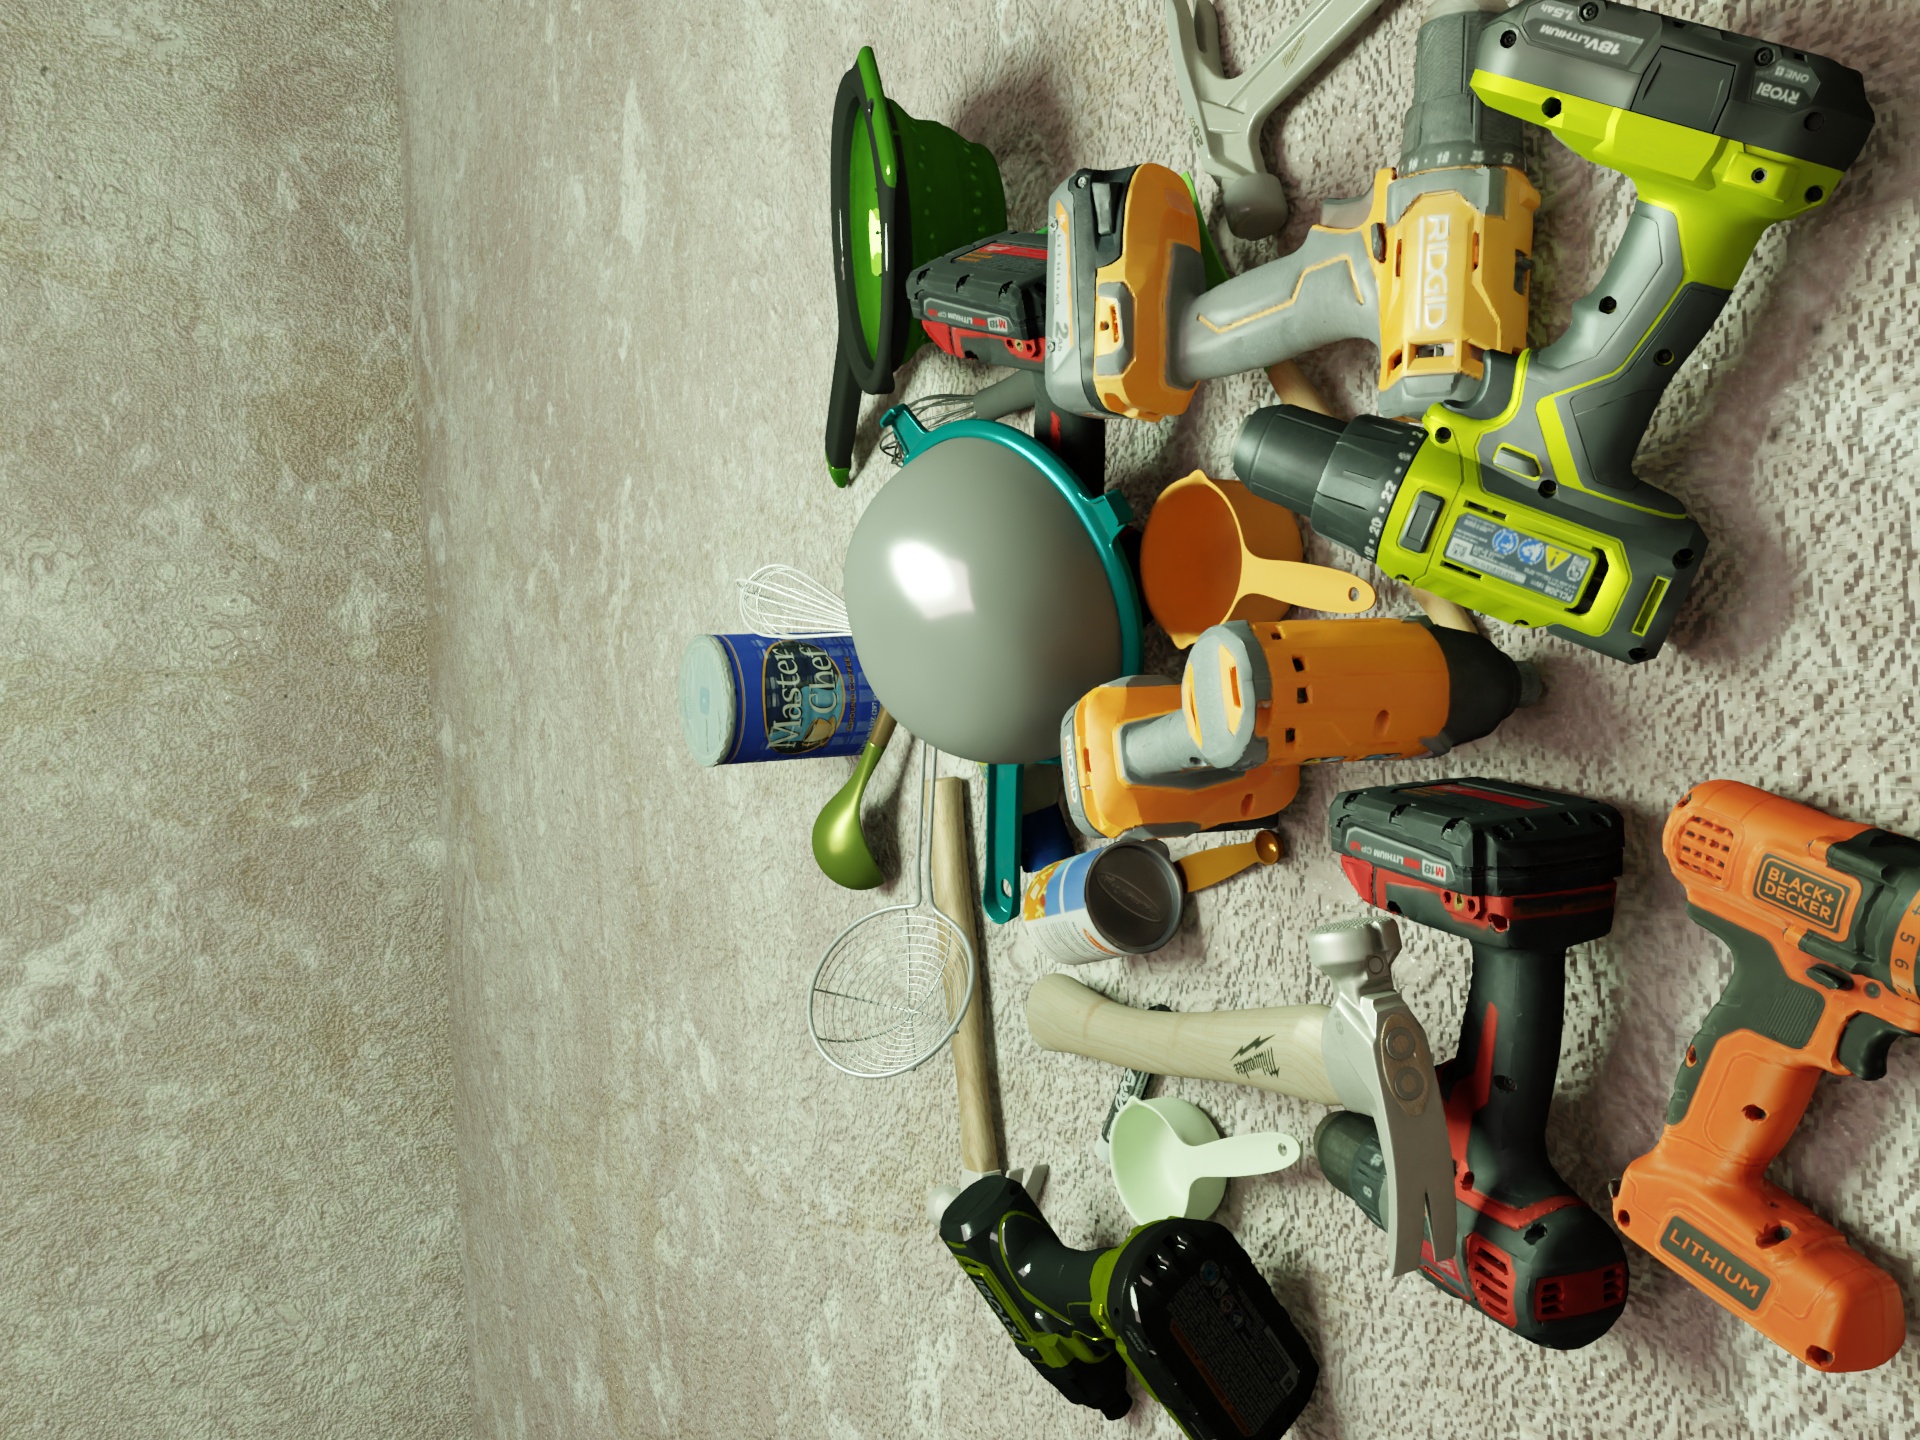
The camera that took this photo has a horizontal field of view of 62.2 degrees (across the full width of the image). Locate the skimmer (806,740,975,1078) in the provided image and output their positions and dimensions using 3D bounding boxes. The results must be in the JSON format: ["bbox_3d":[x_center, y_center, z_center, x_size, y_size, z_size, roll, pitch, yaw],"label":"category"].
[{"bbox_3d":[-0.039,0.057,1.073,0.127,0.090,0.363,11,103,33],"label":"skimmer"}]

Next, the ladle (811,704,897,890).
[{"bbox_3d":[-0.043,-0.005,1.199,0.078,0.062,0.320,52,129,45],"label":"ladle"}]

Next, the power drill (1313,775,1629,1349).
[{"bbox_3d":[0.218,0.143,0.719,0.188,0.080,0.226,-164,70,-71],"label":"power drill"}]

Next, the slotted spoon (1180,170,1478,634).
[{"bbox_3d":[0.174,-0.161,0.806,0.314,0.031,0.070,64,-176,26],"label":"slotted spoon"}]

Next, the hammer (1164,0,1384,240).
[{"bbox_3d":[0.217,-0.377,0.714,0.359,0.036,0.149,-33,65,56],"label":"hammer"}]

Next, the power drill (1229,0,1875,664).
[{"bbox_3d":[0.222,-0.154,0.623,0.191,0.080,0.228,25,117,19],"label":"power drill"}]

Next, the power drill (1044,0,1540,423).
[{"bbox_3d":[0.154,-0.229,0.743,0.226,0.084,0.185,5,96,36],"label":"power drill"}]

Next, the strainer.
[{"bbox_3d":[-0.001,-0.003,0.936,0.211,0.095,0.340,30,133,40],"label":"strainer"}]

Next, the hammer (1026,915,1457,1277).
[{"bbox_3d":[0.122,0.181,0.844,0.410,0.038,0.146,156,104,-71],"label":"hammer"}]

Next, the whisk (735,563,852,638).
[{"bbox_3d":[-0.069,-0.069,1.151,0.246,0.059,0.058,18,78,33],"label":"whisk"}]

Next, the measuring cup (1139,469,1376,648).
[{"bbox_3d":[0.164,-0.077,0.819,0.174,0.052,0.095,22,112,55],"label":"measuring cup"}]

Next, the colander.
[{"bbox_3d":[-0.037,-0.287,1.121,0.396,0.094,0.205,109,152,-64],"label":"colander"}]

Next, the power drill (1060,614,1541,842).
[{"bbox_3d":[0.155,0.003,0.763,0.226,0.164,0.084,146,119,-69],"label":"power drill"}]

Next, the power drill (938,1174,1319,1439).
[{"bbox_3d":[0.095,0.353,0.927,0.171,0.080,0.223,56,151,-7],"label":"power drill"}]

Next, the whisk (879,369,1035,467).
[{"bbox_3d":[0.021,-0.208,1.060,0.239,0.055,0.055,-10,84,55],"label":"whisk"}]

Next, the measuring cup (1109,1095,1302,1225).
[{"bbox_3d":[0.146,0.245,0.897,0.167,0.038,0.083,-31,66,54],"label":"measuring cup"}]

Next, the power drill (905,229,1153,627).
[{"bbox_3d":[0.046,-0.163,0.926,0.143,0.078,0.219,26,138,47],"label":"power drill"}]

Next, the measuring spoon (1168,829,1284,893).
[{"bbox_3d":[0.148,0.081,0.904,0.117,0.011,0.021,-33,70,60],"label":"measuring spoon"}]

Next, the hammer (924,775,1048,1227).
[{"bbox_3d":[0.004,0.205,1.138,0.130,0.031,0.331,-13,81,59],"label":"hammer"}]
